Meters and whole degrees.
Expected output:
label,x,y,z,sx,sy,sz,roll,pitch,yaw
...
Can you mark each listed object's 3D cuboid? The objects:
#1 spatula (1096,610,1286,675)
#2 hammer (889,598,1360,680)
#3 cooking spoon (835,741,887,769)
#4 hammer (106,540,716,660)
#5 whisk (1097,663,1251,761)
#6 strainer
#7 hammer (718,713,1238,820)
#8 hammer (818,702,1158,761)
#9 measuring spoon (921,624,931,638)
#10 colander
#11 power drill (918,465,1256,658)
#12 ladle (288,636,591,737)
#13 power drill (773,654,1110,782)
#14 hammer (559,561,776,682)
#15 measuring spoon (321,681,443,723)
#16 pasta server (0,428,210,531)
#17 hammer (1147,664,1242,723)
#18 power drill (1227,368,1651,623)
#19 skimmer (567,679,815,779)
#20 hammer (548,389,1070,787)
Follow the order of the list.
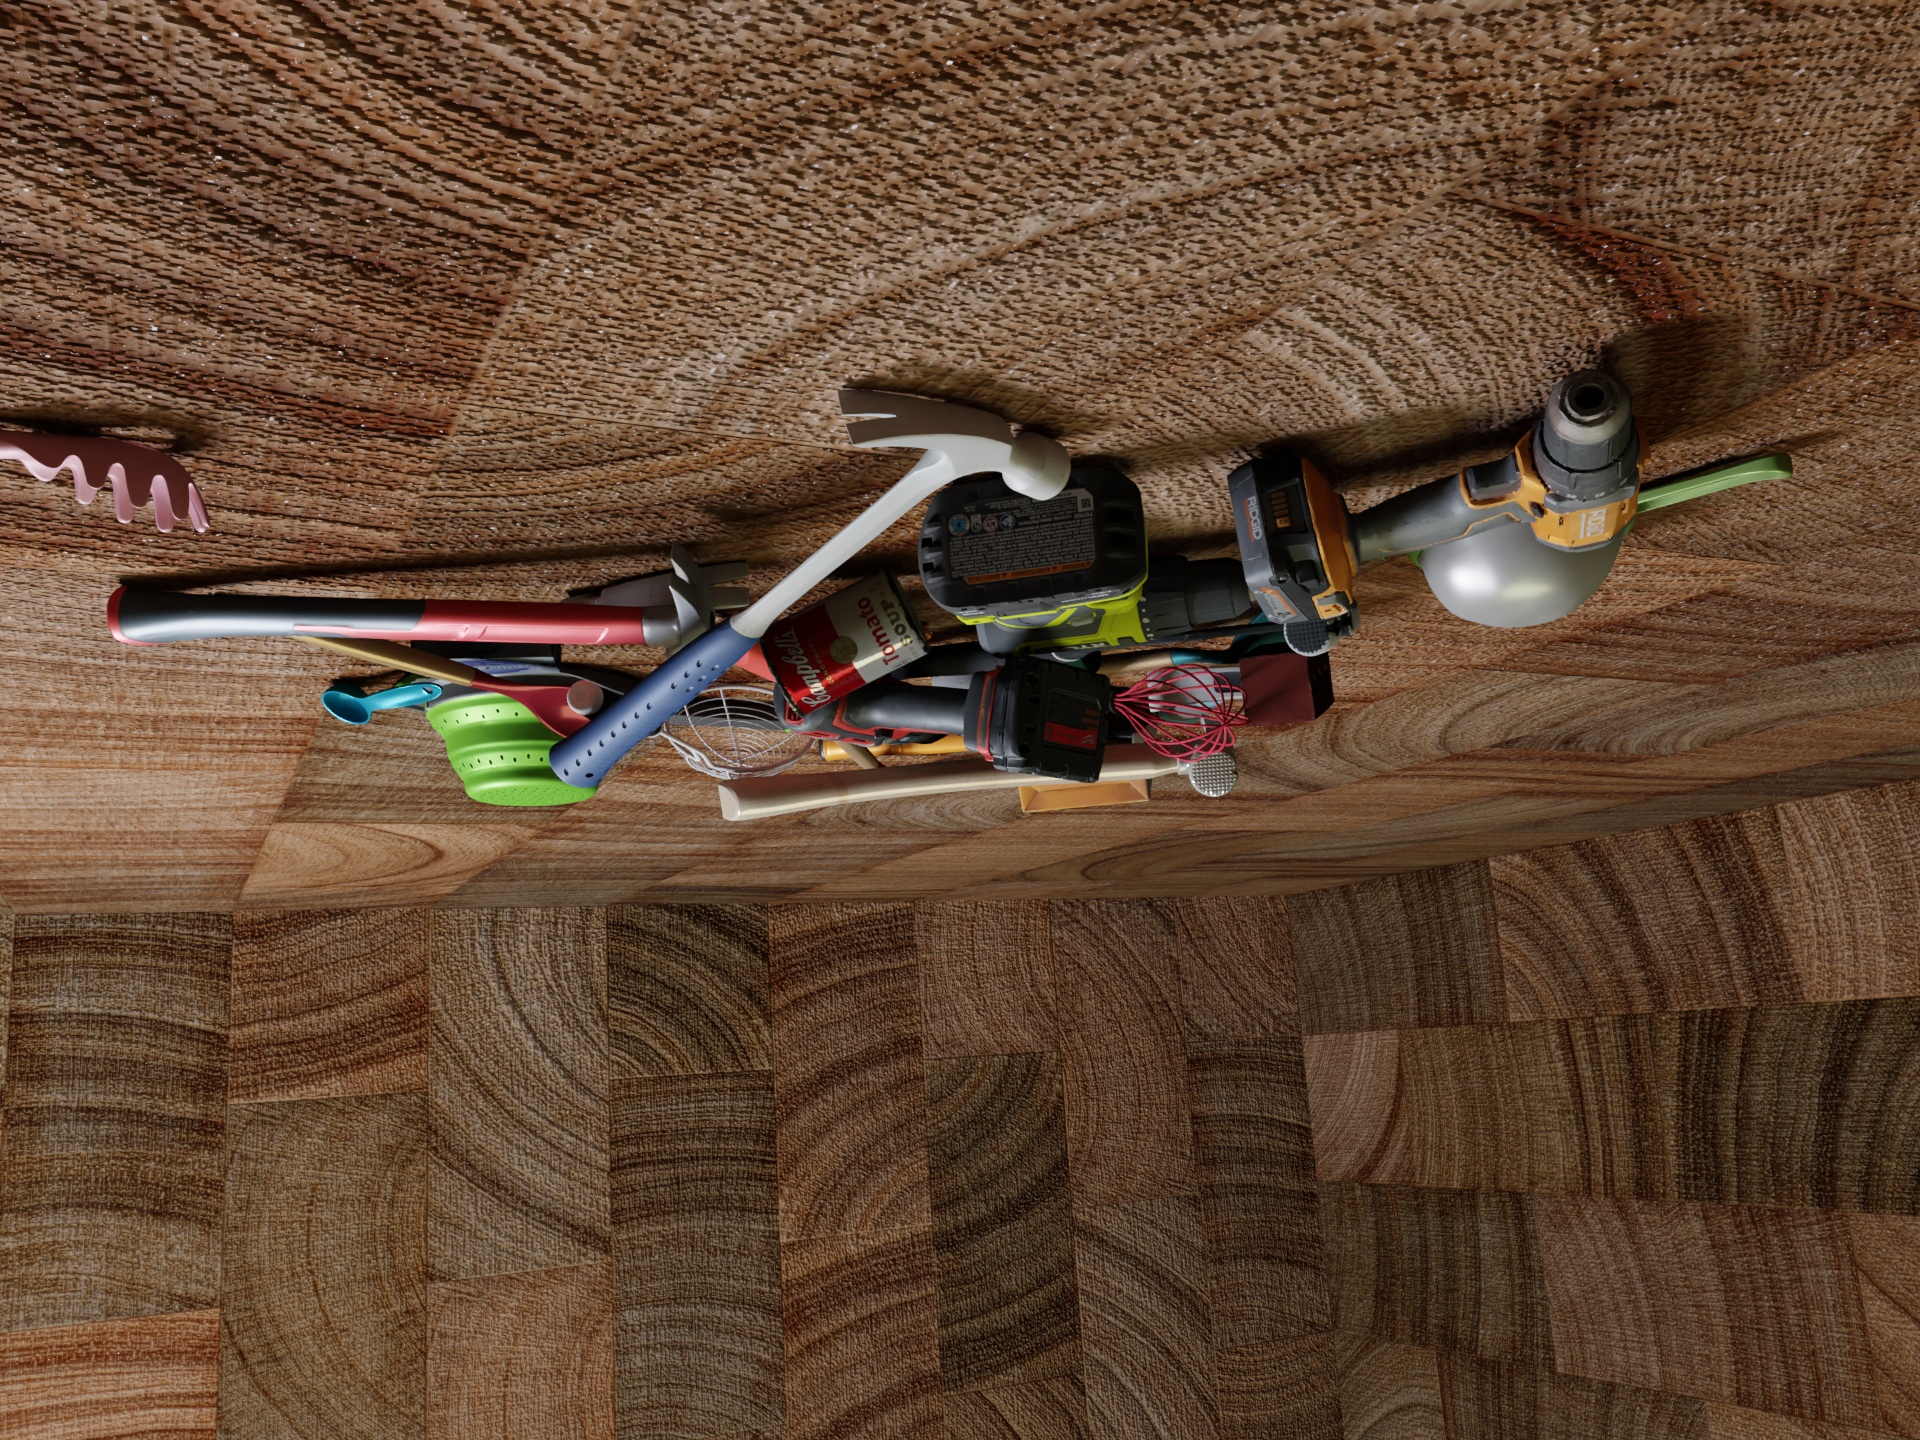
label,x,y,z,sx,sy,sz,roll,pitch,yaw
spatula,0.158,-0.061,1.325,0.317,0.044,0.082,-7,167,37
hammer,0.103,-0.059,1.215,0.409,0.036,0.149,-4,-173,29
cooking spoon,-0.090,0.035,1.499,0.069,0.017,0.318,6,168,11
hammer,-0.353,-0.072,1.019,0.386,0.038,0.143,1,157,-1
whisk,0.134,-0.014,1.235,0.073,0.073,0.296,1,-176,-21
strainer,0.420,-0.110,1.052,0.151,0.069,0.256,6,166,-40
hammer,0.011,0.042,1.280,0.410,0.038,0.146,-5,-168,6
hammer,0.022,0.019,1.555,0.337,0.034,0.127,-3,-165,13
measuring spoon,-0.072,-0.076,1.217,0.116,0.011,0.021,10,164,-36
colander,-0.299,0.026,1.413,0.396,0.094,0.204,4,166,-31
power drill,0.084,-0.093,1.023,0.190,0.080,0.228,-6,171,17
ladle,-0.381,-0.037,1.155,0.315,0.031,0.069,19,142,-36
power drill,-0.002,-0.004,1.184,0.227,0.080,0.187,5,176,34
hammer,-0.149,-0.052,1.238,0.149,0.037,0.358,-8,167,20
measuring spoon,-0.466,-0.023,1.295,0.128,0.021,0.042,-9,136,27
pasta server,-0.522,-0.132,0.743,0.316,0.040,0.060,6,176,-34
hammer,0.216,-0.020,1.397,0.128,0.033,0.331,-3,176,0
power drill,0.272,-0.129,0.906,0.226,0.084,0.185,-12,166,17
skimmer,-0.209,-0.014,1.221,0.127,0.090,0.363,19,174,12
hammer,-0.125,-0.064,0.943,0.144,0.035,0.405,11,145,-45
